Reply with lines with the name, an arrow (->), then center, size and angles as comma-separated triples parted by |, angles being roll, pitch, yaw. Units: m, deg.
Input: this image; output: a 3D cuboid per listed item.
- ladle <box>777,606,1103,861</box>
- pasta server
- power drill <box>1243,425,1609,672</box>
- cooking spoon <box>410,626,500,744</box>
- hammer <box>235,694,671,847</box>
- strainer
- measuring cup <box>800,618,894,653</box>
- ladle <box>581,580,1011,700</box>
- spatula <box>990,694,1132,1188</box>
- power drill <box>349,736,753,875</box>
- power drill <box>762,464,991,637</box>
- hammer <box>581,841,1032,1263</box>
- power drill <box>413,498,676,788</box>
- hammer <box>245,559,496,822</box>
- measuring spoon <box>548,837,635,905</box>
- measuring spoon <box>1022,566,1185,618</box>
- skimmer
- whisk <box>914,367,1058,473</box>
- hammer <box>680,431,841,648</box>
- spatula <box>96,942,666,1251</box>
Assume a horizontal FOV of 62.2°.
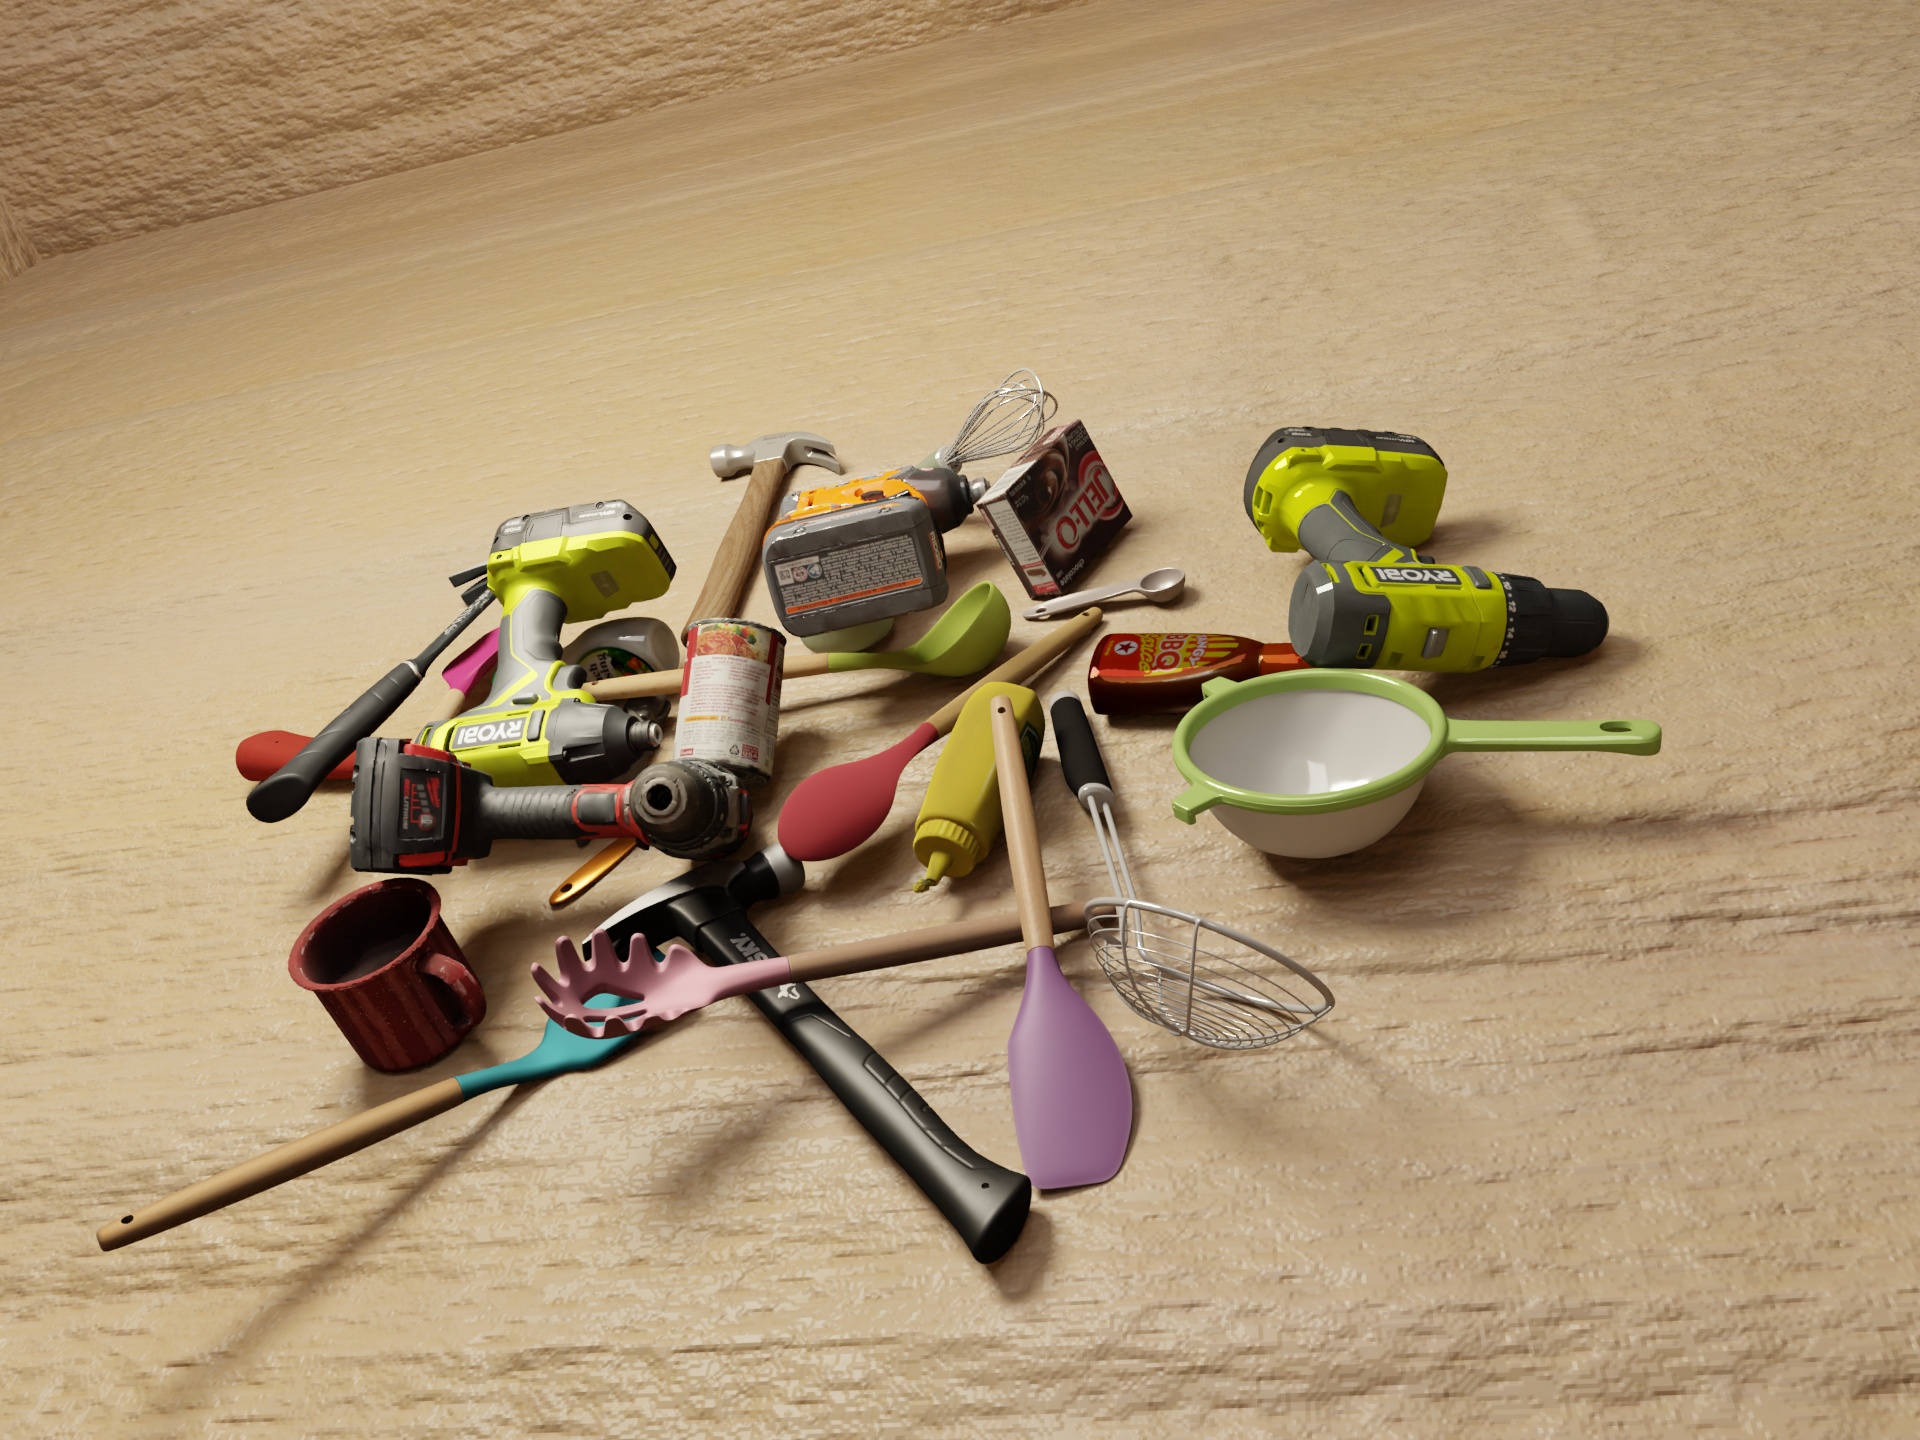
ladle -> -0.002, -0.003, 1.047 | 0.069, 0.031, 0.315 | 23, 43, 33
pasta server -> -0.065, 0.124, 0.852 | 0.316, 0.040, 0.060 | -9, 43, -14
power drill -> 0.289, -0.106, 1.027 | 0.190, 0.080, 0.229 | 1, 34, -8
cooking spoon -> -0.382, -0.005, 1.179 | 0.069, 0.017, 0.319 | -23, 24, 12
hammer -> -0.398, 0.034, 1.187 | 0.359, 0.036, 0.149 | -1, 38, 21
strainer -> 0.248, 0.032, 0.880 | 0.256, 0.069, 0.152 | -1, 29, 17
measuring cup -> -0.075, -0.098, 1.234 | 0.083, 0.038, 0.168 | -5, 25, 19
ladle -> -0.122, -0.049, 1.135 | 0.320, 0.062, 0.078 | -7, 28, 6
spatula -> 0.042, 0.105, 0.862 | 0.060, 0.018, 0.316 | -8, 48, 0
power drill -> -0.242, 0.052, 0.952 | 0.226, 0.080, 0.188 | 0, -6, 0
power drill -> -0.057, -0.136, 1.160 | 0.164, 0.084, 0.227 | -13, 18, 5
hammer -> -0.077, 0.171, 0.843 | 0.146, 0.035, 0.335 | -21, 35, -28
power drill -> -0.278, -0.045, 1.122 | 0.171, 0.080, 0.223 | -8, 52, 14
hammer -> -0.425, -0.047, 1.247 | 0.149, 0.036, 0.409 | -18, 25, 25
measuring spoon -> -0.232, 0.084, 1.065 | 0.021, 0.011, 0.117 | 17, 47, 39
measuring spoon -> 0.105, -0.086, 1.156 | 0.124, 0.018, 0.034 | -12, 29, 19
skimmer -> 0.105, 0.055, 0.888 | 0.090, 0.127, 0.364 | -52, 22, 20
whisk -> -0.005, -0.210, 1.259 | 0.057, 0.059, 0.246 | 0, -14, -34
hammer -> -0.183, -0.163, 1.369 | 0.130, 0.031, 0.332 | -9, 36, 13
spatula -> -0.300, 0.202, 0.866 | 0.317, 0.044, 0.082 | -20, 35, -34
